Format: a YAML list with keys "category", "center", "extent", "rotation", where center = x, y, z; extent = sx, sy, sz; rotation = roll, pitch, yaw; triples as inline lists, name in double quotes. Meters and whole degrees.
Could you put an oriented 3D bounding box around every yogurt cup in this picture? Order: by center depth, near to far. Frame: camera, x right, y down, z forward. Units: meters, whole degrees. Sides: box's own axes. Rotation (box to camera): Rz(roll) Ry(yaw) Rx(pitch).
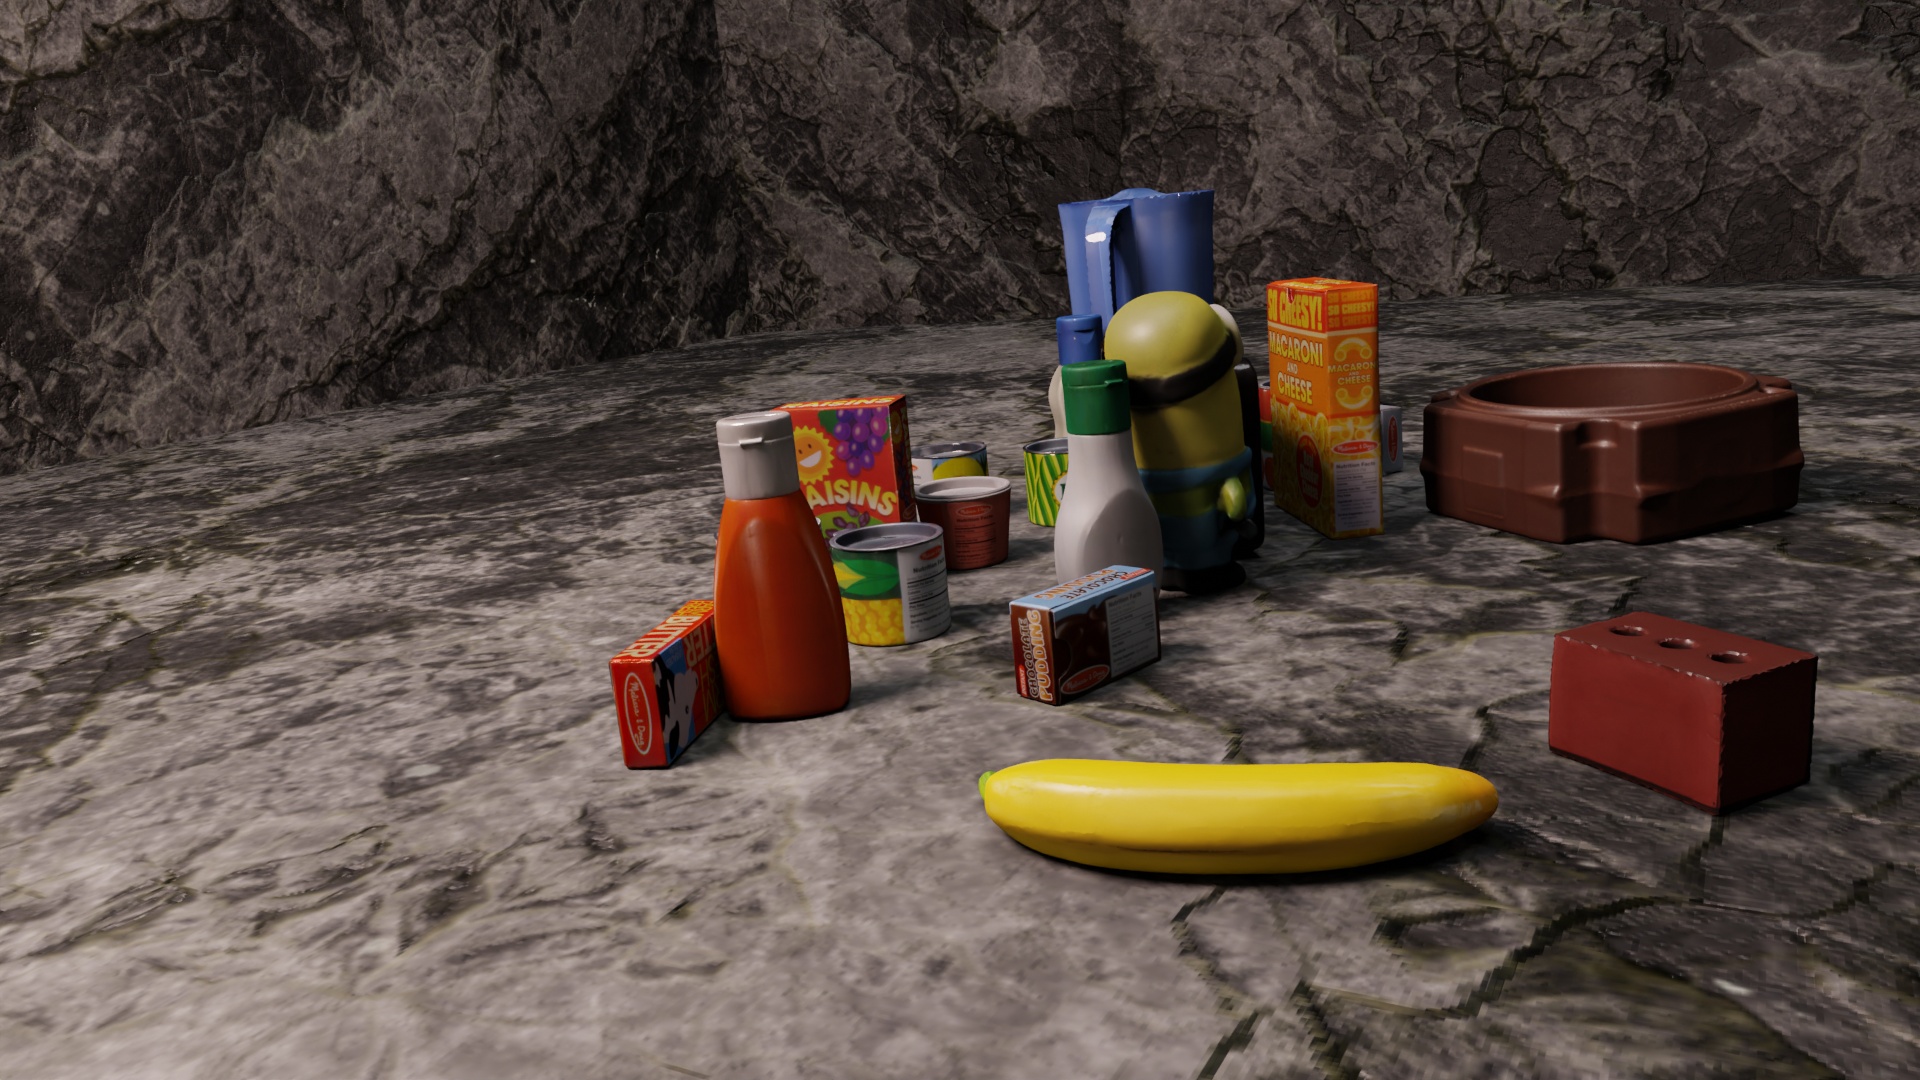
- category: "yogurt cup"
  center: [0.003, -0.012, 0.957]
  extent: [0.072, 0.053, 0.072]
  rotation: [-5, 13, 1]

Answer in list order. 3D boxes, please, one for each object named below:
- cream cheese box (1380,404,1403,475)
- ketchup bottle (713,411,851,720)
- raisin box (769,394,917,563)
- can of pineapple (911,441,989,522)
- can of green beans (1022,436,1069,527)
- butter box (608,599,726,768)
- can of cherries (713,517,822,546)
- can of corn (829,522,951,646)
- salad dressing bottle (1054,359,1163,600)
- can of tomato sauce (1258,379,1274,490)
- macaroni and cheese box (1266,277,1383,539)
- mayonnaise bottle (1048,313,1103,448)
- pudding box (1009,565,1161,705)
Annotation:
- category: "cream cheese box"
  center: [0.321, -0.087, 1.152]
  extent: [0.024, 0.053, 0.104]
  rotation: [-11, 14, -25]
- category: "ketchup bottle"
  center: [-0.092, 0.012, 0.683]
  extent: [0.065, 0.148, 0.043]
  rotation: [-6, 13, 0]
- category: "raisin box"
  center: [-0.074, -0.030, 0.914]
  extent: [0.086, 0.123, 0.040]
  rotation: [-2, 13, 16]
- category: "can of pineapple"
  center: [-0.008, -0.044, 1.091]
  extent: [0.071, 0.057, 0.071]
  rotation: [-5, 13, 1]
- category: "can of green beans"
  center: [0.082, -0.045, 1.060]
  extent: [0.071, 0.057, 0.071]
  rotation: [-5, 13, 1]
- category: "butter box"
  center: [-0.137, 0.067, 0.677]
  extent: [0.024, 0.053, 0.104]
  rotation: [-3, 13, 12]
- category: "can of cherries"
  center: [-0.115, 0.020, 0.858]
  extent: [0.071, 0.058, 0.071]
  rotation: [-5, 13, 1]
- category: "can of corn"
  center: [-0.042, 0.024, 0.810]
  extent: [0.071, 0.058, 0.071]
  rotation: [-5, 13, 1]
- category: "salad dressing bottle"
  center: [0.081, -0.027, 0.783]
  extent: [0.064, 0.147, 0.044]
  rotation: [-12, 14, -29]
- category: "can of tomato sauce"
  center: [0.270, -0.084, 1.093]
  extent: [0.071, 0.083, 0.071]
  rotation: [-5, 13, 1]
- category: "macaroni and cheese box"
  center: [0.251, -0.095, 0.966]
  extent: [0.040, 0.166, 0.124]
  rotation: [-6, 13, -4]
- category: "mayonnaise bottle"
  center: [0.100, -0.105, 1.110]
  extent: [0.065, 0.147, 0.041]
  rotation: [-7, 13, -7]
- category: "pudding box"
  center: [0.064, 0.045, 0.696]
  extent: [0.084, 0.049, 0.030]
  rotation: [-18, 17, -42]
